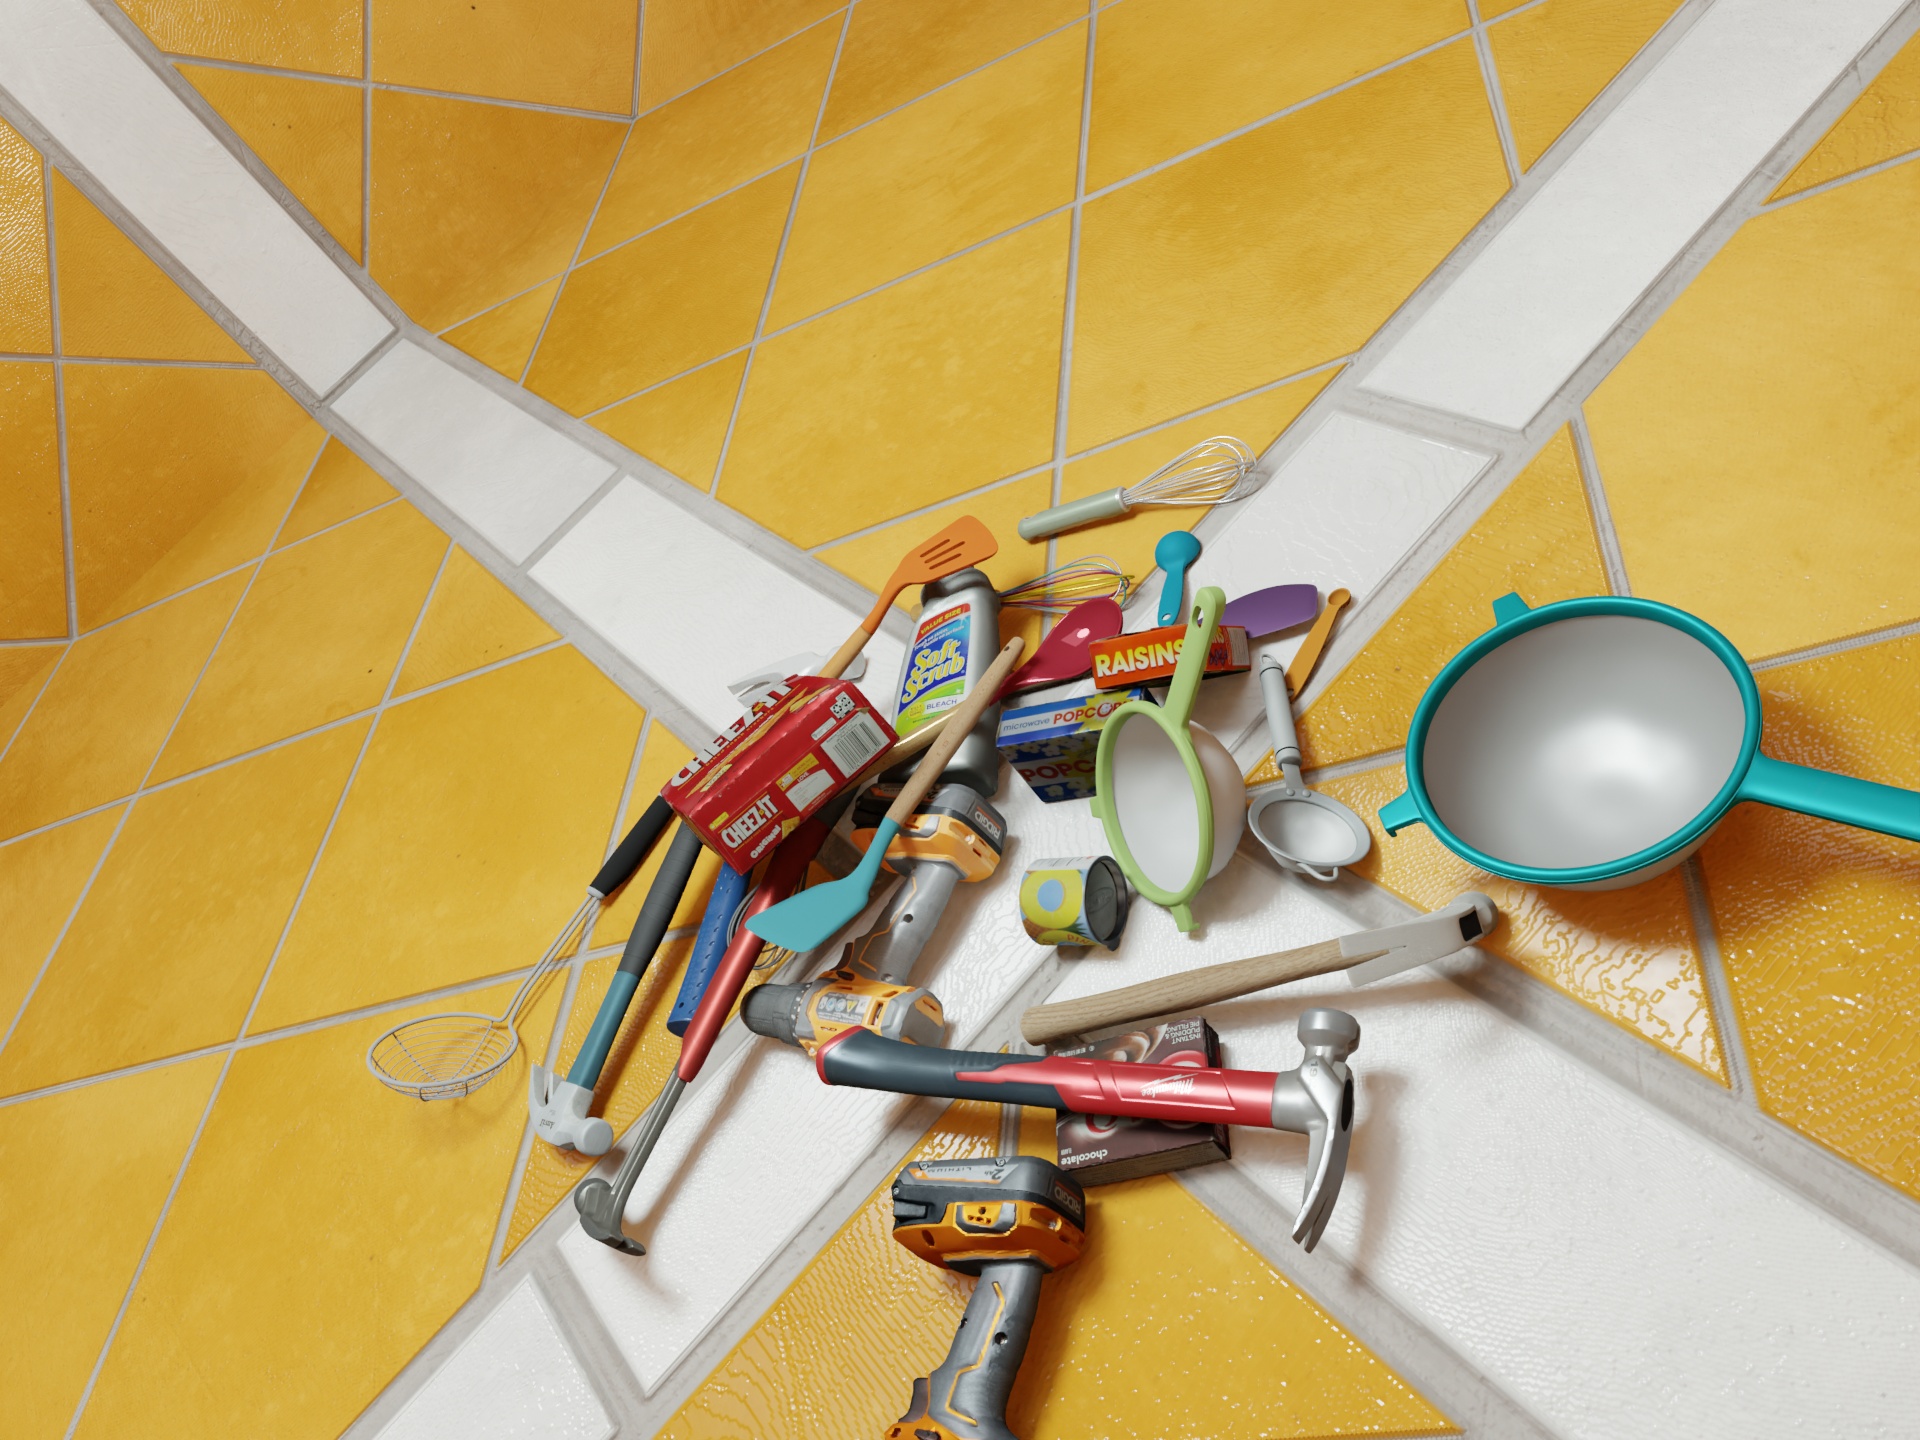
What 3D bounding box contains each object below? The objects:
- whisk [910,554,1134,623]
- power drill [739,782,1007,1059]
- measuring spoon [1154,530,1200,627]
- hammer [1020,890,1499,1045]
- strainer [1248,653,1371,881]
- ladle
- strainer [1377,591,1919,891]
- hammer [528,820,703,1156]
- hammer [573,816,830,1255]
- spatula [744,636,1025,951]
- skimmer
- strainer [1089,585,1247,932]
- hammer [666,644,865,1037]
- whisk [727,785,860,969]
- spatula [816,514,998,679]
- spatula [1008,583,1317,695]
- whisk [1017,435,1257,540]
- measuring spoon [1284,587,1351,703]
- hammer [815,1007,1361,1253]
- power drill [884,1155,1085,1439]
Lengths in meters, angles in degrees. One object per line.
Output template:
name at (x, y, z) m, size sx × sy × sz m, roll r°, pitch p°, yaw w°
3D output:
whisk at (0.054, -0.112, 1.457) m, size 0.245 × 0.051 × 0.047 m, roll -7°, pitch 28°, yaw 38°
power drill at (-0.073, 0.164, 1.263) m, size 0.185 × 0.084 × 0.226 m, roll -2°, pitch 57°, yaw 39°
measuring spoon at (0.180, -0.125, 1.368) m, size 0.042 × 0.021 × 0.129 m, roll -15°, pitch 37°, yaw 26°
hammer at (0.180, 0.173, 1.056) m, size 0.331 × 0.130 × 0.031 m, roll -20°, pitch 81°, yaw 32°
strainer at (0.243, 0.036, 1.165) m, size 0.087 × 0.050 × 0.259 m, roll 6°, pitch 42°, yaw -5°
ladle at (-0.002, -0.004, 1.299) m, size 0.315 × 0.031 × 0.069 m, roll -31°, pitch 42°, yaw 4°
strainer at (0.444, 0.044, 0.967) m, size 0.341 × 0.095 × 0.211 m, roll 17°, pitch 67°, yaw 43°
hammer at (-0.280, 0.208, 1.373) m, size 0.128 × 0.033 × 0.331 m, roll -5°, pitch 56°, yaw 48°
hammer at (-0.194, 0.234, 1.242) m, size 0.359 × 0.036 × 0.149 m, roll -63°, pitch 19°, yaw -16°
spatula at (-0.043, 0.053, 1.232) m, size 0.082 × 0.044 × 0.317 m, roll 13°, pitch 62°, yaw 49°
skimmer at (-0.388, 0.193, 1.459) m, size 0.127 × 0.090 × 0.363 m, roll 17°, pitch 63°, yaw 40°
strainer at (0.170, 0.013, 1.130) m, size 0.069 × 0.256 × 0.152 m, roll -9°, pitch 39°, yaw -24°
hammer at (-0.194, 0.100, 1.445) m, size 0.144 × 0.035 × 0.406 m, roll -11°, pitch 47°, yaw 29°
whisk at (-0.133, 0.115, 1.380) m, size 0.055 × 0.055 × 0.239 m, roll 0°, pitch 49°, yaw 37°
spatula at (-0.092, -0.058, 1.425) m, size 0.322 × 0.041 × 0.081 m, roll -49°, pitch 36°, yaw 11°
spatula at (0.151, -0.061, 1.345) m, size 0.316 × 0.018 × 0.060 m, roll -16°, pitch 38°, yaw 26°
whisk at (0.158, -0.205, 1.459) m, size 0.246 × 0.059 × 0.058 m, roll -14°, pitch 9°, yaw 33°
measuring spoon at (0.279, -0.056, 1.253) m, size 0.021 × 0.011 × 0.117 m, roll 12°, pitch 64°, yaw 47°
hammer at (0.063, 0.252, 1.041) m, size 0.386 × 0.038 × 0.143 m, roll -4°, pitch 54°, yaw 32°
power drill at (-0.007, 0.396, 0.993) m, size 0.164 × 0.084 × 0.227 m, roll -12°, pitch 50°, yaw 29°
